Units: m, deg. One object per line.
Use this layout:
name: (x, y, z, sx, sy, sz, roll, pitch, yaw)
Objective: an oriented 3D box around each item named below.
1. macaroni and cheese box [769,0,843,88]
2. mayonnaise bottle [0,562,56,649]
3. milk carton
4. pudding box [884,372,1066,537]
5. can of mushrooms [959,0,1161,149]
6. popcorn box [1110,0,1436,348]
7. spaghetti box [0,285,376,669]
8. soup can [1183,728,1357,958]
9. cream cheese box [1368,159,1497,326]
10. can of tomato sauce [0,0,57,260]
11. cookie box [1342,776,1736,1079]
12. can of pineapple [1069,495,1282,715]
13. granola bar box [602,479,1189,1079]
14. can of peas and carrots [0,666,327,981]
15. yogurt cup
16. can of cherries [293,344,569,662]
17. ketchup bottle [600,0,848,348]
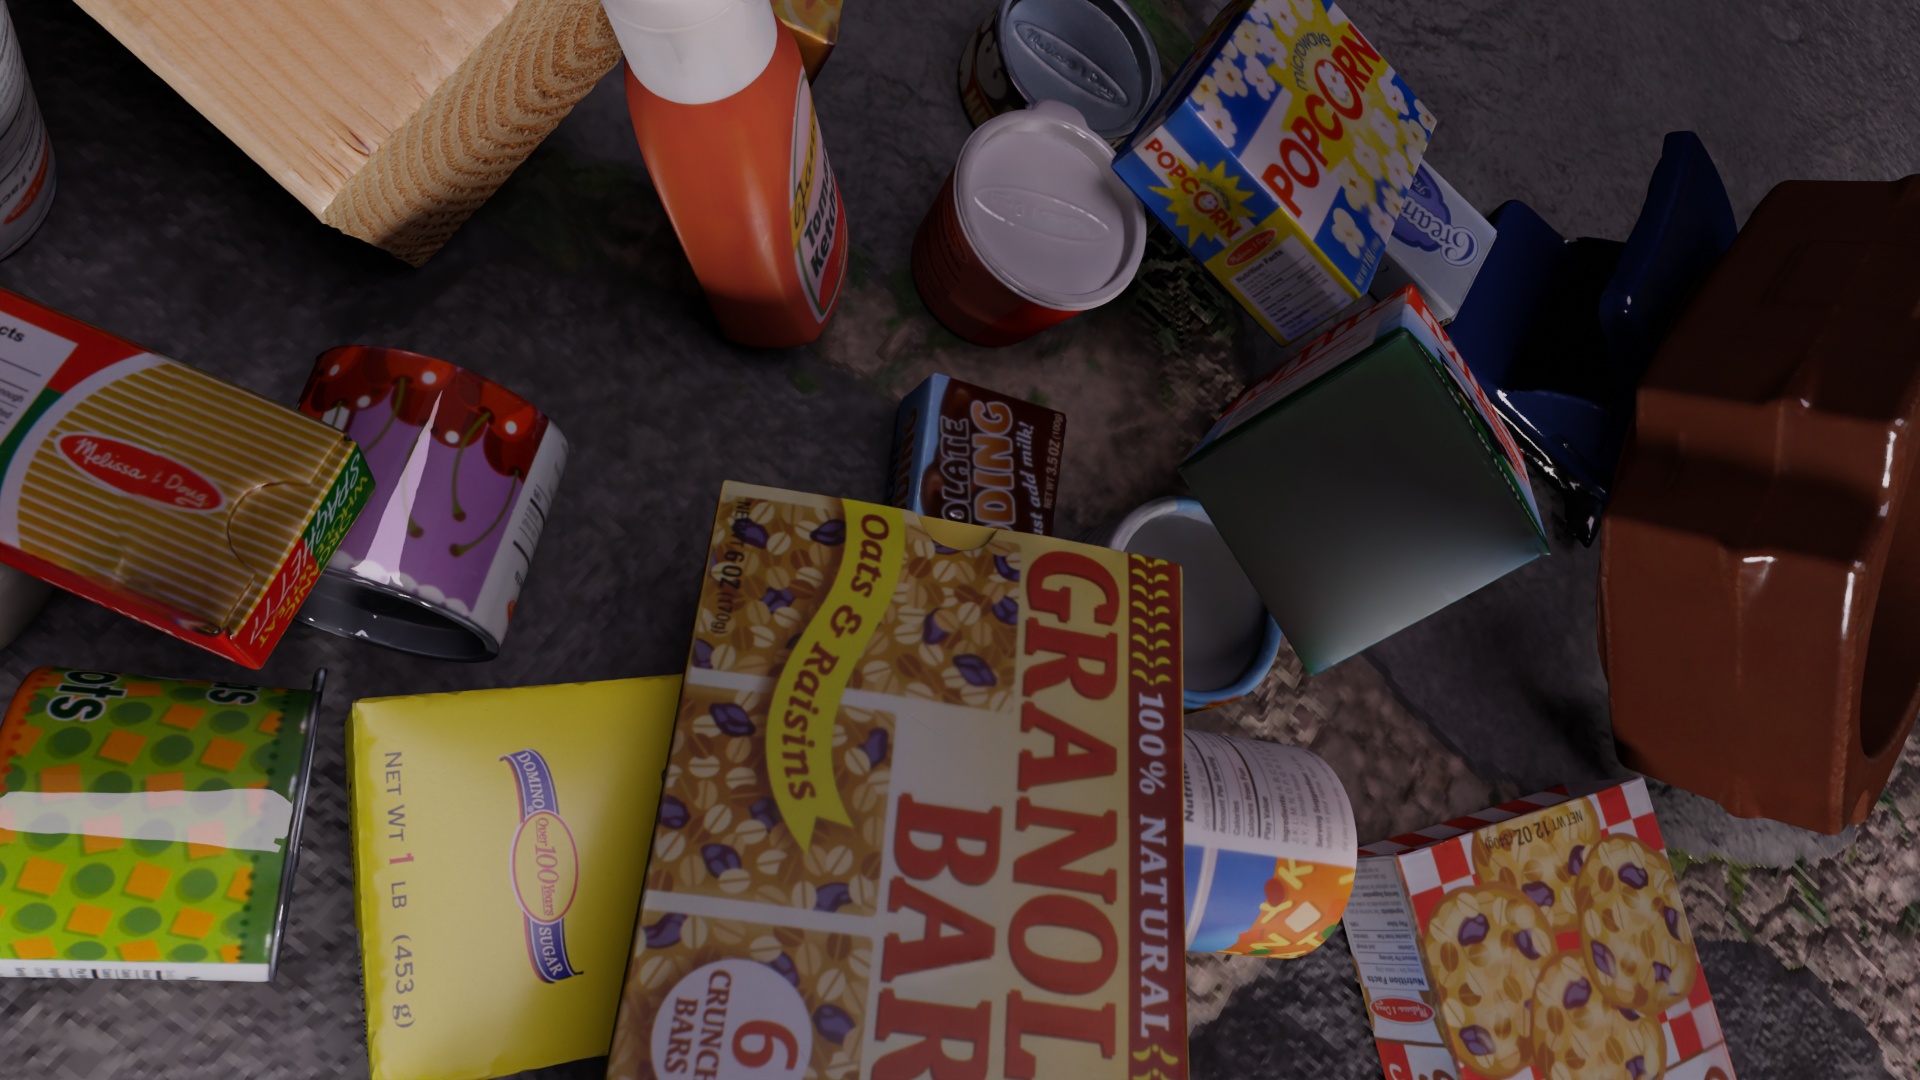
macaroni and cheese box: (-0.092, -0.242, 0.452, 0.124, 0.040, 0.167, 15, 70, -21)
mayonnaise bottle: (-0.245, 0.009, 0.305, 0.149, 0.041, 0.065, -37, 88, -29)
milk carton: (0.135, -0.031, 0.456, 0.072, 0.073, 0.191, 56, 23, -3)
pudding box: (0.002, -0.005, 0.435, 0.050, 0.030, 0.084, 16, 69, -20)
can of mushrooms: (0.034, -0.164, 0.495, 0.071, 0.033, 0.071, 7, 73, -25)
popcorn box: (0.111, -0.136, 0.475, 0.085, 0.038, 0.127, 43, 48, -12)
spaghetti box: (-0.250, -0.046, 0.289, 0.250, 0.028, 0.050, 23, 66, -1)
soup can: (0.065, 0.091, 0.420, 0.084, 0.071, 0.071, 12, 71, -23)
cream cheese box: (0.164, -0.136, 0.555, 0.104, 0.024, 0.053, 40, 63, -11)
can of tomato sauce: (-0.250, -0.105, 0.311, 0.071, 0.083, 0.071, 7, 73, -24)
cookie box: (0.205, 0.177, 0.476, 0.123, 0.040, 0.167, -8, 79, -28)
can of pineapple: (0.060, 0.025, 0.439, 0.071, 0.057, 0.071, 7, 73, -24)
granola bar box: (-0.010, 0.072, 0.329, 0.124, 0.038, 0.166, 10, 57, -9)
can of peas and carrots: (-0.178, 0.061, 0.309, 0.059, 0.070, 0.071, 9, 72, -23)
yogurt cup: (0.019, -0.098, 0.457, 0.072, 0.053, 0.072, 7, 73, -24)
can of cherries: (-0.141, -0.009, 0.346, 0.071, 0.071, 0.058, 21, 67, -19)
ketchup bottle: (-0.061, -0.109, 0.367, 0.043, 0.148, 0.065, 3, 73, 4)
